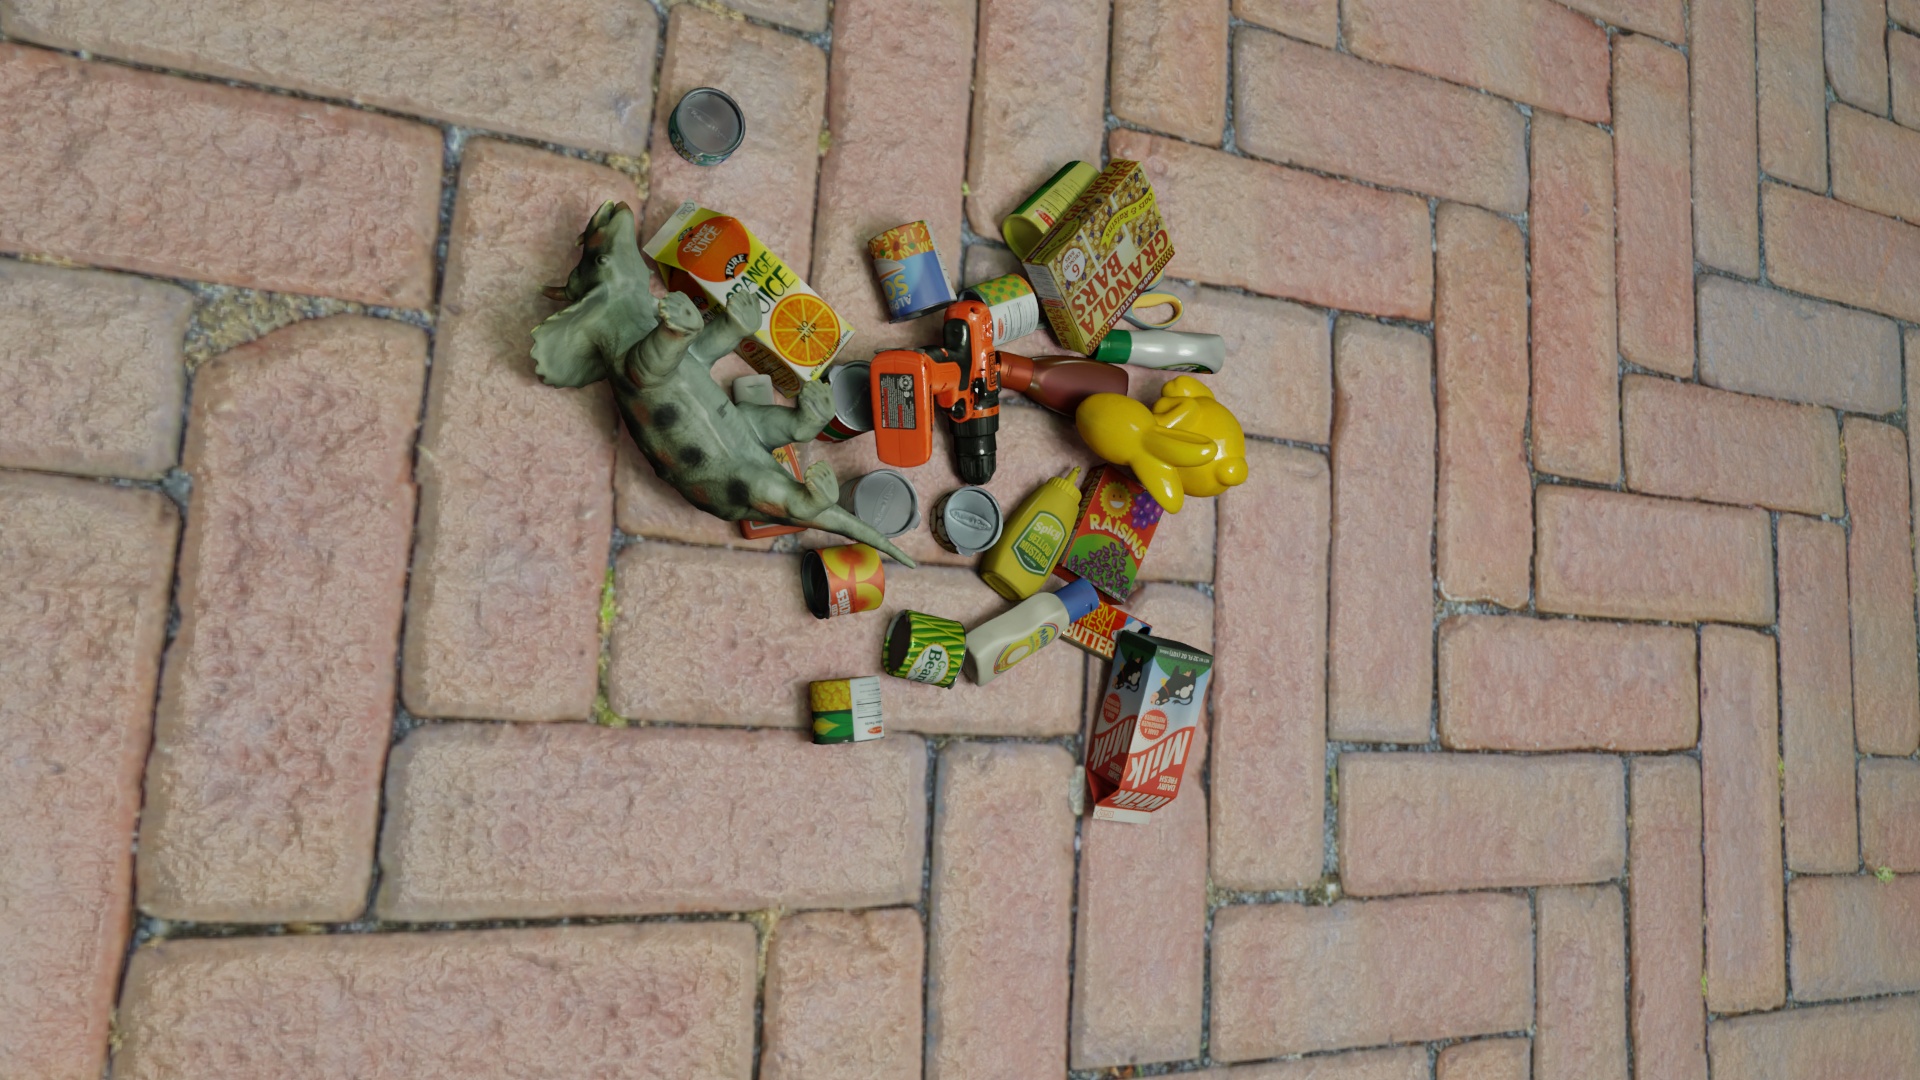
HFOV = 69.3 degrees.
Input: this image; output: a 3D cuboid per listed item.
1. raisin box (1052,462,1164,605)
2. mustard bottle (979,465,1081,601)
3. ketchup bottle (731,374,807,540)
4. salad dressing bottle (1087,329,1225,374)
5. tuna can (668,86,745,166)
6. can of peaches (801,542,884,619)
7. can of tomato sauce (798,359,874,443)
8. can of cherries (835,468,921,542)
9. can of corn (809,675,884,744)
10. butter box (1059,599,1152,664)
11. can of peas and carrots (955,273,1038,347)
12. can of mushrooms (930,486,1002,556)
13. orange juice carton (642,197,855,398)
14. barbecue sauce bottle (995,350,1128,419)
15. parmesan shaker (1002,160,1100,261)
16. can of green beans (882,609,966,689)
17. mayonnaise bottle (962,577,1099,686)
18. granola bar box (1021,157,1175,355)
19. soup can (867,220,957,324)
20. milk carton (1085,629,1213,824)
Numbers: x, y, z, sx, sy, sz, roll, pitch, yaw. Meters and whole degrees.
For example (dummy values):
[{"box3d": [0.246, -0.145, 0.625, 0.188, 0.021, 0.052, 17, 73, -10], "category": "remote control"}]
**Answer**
[{"box3d": [0.152, -0.006, 1.449, 0.086, 0.040, 0.124, 32, 71, -20], "category": "raisin box"}, {"box3d": [0.082, -0.016, 1.408, 0.065, 0.048, 0.161, 40, 69, -20], "category": "mustard bottle"}, {"box3d": [-0.182, -0.077, 1.284, 0.065, 0.043, 0.148, -9, 88, -16], "category": "ketchup bottle"}, {"box3d": [0.209, -0.205, 1.489, 0.148, 0.064, 0.044, 2, 94, -18], "category": "salad dressing bottle"}, {"box3d": [-0.238, -0.383, 1.294, 0.071, 0.032, 0.071, 3, 83, -27], "category": "tuna can"}, {"box3d": [-0.109, 0.039, 1.295, 0.058, 0.071, 0.071, -9, 89, -28], "category": "can of peaches"}, {"box3d": [-0.109, -0.130, 1.304, 0.071, 0.083, 0.071, 3, 83, -27], "category": "can of tomato sauce"}, {"box3d": [-0.080, -0.030, 1.323, 0.071, 0.058, 0.071, 3, 82, -27], "category": "can of cherries"}, {"box3d": [-0.108, 0.157, 1.287, 0.071, 0.071, 0.058, -3, 85, -27], "category": "can of corn"}, {"box3d": [0.147, 0.093, 1.444, 0.103, 0.024, 0.053, 27, 74, -22], "category": "butter box"}, {"box3d": [0.035, -0.232, 1.400, 0.059, 0.071, 0.071, -23, 96, -27], "category": "can of peas and carrots"}, {"box3d": [0.005, -0.017, 1.378, 0.071, 0.033, 0.071, 3, 83, -27], "category": "can of mushrooms"}, {"box3d": [-0.197, -0.224, 1.276, 0.192, 0.073, 0.072, 42, 69, -16], "category": "orange juice carton"}, {"box3d": [0.099, -0.163, 1.435, 0.149, 0.044, 0.064, 10, 99, -25], "category": "barbecue sauce bottle"}, {"box3d": [0.103, -0.337, 1.444, 0.103, 0.071, 0.071, -46, 105, -24], "category": "parmesan shaker"}, {"box3d": [-0.035, 0.103, 1.327, 0.058, 0.071, 0.071, 15, 78, -25], "category": "can of green beans"}, {"box3d": [0.069, 0.086, 1.376, 0.148, 0.064, 0.041, -29, 55, -19], "category": "mayonnaise bottle"}, {"box3d": [0.146, -0.292, 1.428, 0.166, 0.039, 0.123, -50, 135, -20], "category": "granola bar box"}, {"box3d": [-0.050, -0.262, 1.359, 0.071, 0.071, 0.083, -21, 94, -27], "category": "soup can"}, {"box3d": [0.187, 0.195, 1.414, 0.072, 0.073, 0.190, 13, 93, -25], "category": "milk carton"}]
